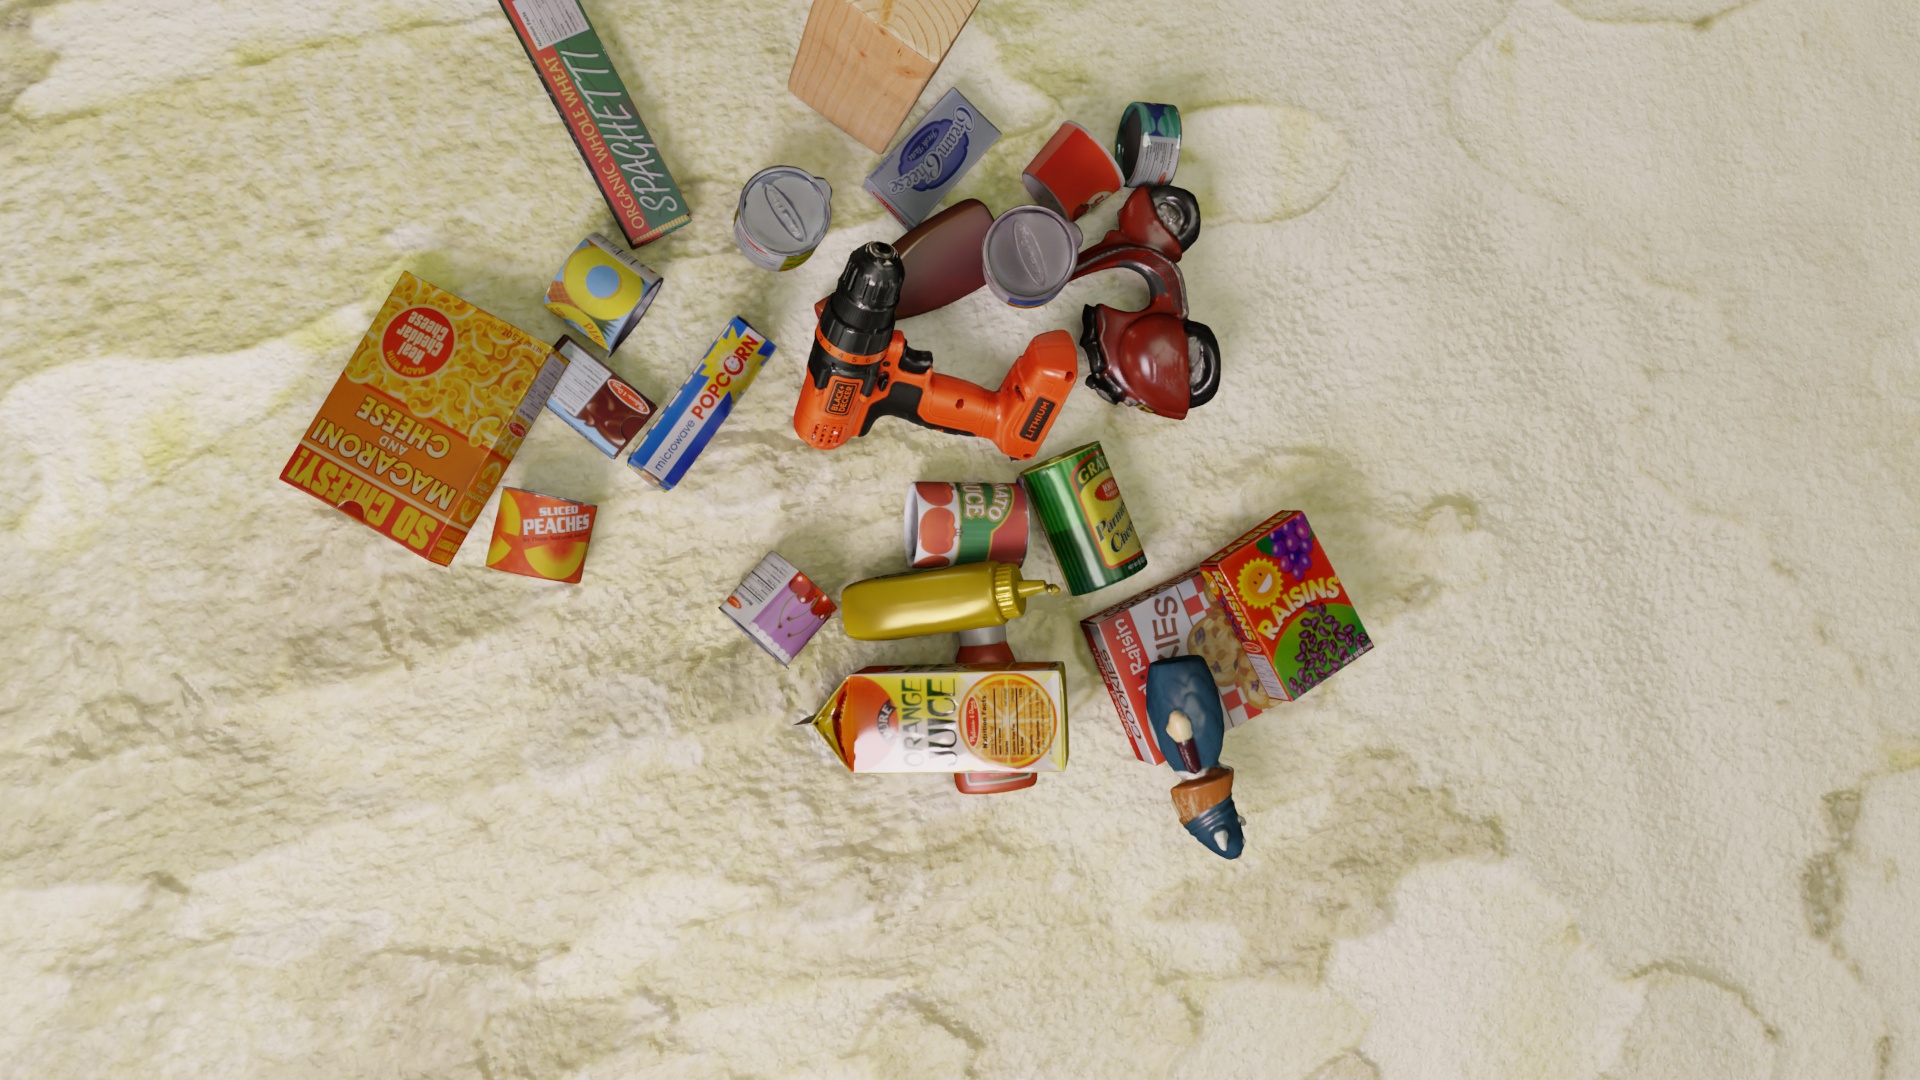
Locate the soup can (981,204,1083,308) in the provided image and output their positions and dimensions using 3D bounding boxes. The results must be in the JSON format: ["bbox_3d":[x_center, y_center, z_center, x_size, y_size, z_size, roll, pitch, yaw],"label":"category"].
[{"bbox_3d":[0.051,-0.203,0.997,0.071,0.084,0.071,0,95,1],"label":"soup can"}]

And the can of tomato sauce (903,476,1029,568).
[{"bbox_3d":[0.004,-0.013,1.042,0.083,0.071,0.071,0,89,-13],"label":"can of tomato sauce"}]

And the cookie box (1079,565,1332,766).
[{"bbox_3d":[0.195,0.087,1.100,0.168,0.040,0.123,-24,95,-14],"label":"cookie box"}]

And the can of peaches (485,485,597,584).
[{"bbox_3d":[-0.292,-0.003,0.970,0.071,0.071,0.058,13,87,-13],"label":"can of peaches"}]

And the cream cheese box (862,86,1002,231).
[{"bbox_3d":[-0.022,-0.292,1.065,0.053,0.024,0.104,43,80,-9],"label":"cream cheese box"}]

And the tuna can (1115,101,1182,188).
[{"bbox_3d":[0.146,-0.310,1.086,0.033,0.071,0.071,2,89,-13],"label":"tuna can"}]

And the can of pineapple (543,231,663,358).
[{"bbox_3d":[-0.254,-0.175,0.985,0.058,0.071,0.071,35,82,-10],"label":"can of pineapple"}]

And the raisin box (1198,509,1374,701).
[{"bbox_3d":[0.252,0.050,1.074,0.086,0.040,0.123,-31,97,-13],"label":"raisin box"}]

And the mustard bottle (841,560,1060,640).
[{"bbox_3d":[-0.004,0.042,1.011,0.160,0.065,0.049,-9,86,16],"label":"mustard bottle"}]

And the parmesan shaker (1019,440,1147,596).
[{"bbox_3d":[0.097,-0.018,1.067,0.071,0.071,0.103,-24,95,-13],"label":"parmesan shaker"}]

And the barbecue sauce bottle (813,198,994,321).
[{"bbox_3d":[-0.038,-0.198,1.047,0.149,0.044,0.064,-31,120,-11],"label":"barbecue sauce bottle"}]

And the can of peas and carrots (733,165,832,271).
[{"bbox_3d":[-0.130,-0.237,1.020,0.071,0.058,0.071,0,89,-14],"label":"can of peas and carrots"}]

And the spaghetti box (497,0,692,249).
[{"bbox_3d":[-0.274,-0.331,1.003,0.050,0.028,0.249,-29,95,-12],"label":"spaghetti box"}]

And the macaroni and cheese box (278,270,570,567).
[{"bbox_3d":[-0.367,-0.084,0.952,0.124,0.040,0.166,27,82,8],"label":"macaroni and cheese box"}]

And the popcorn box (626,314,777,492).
[{"bbox_3d":[-0.186,-0.095,0.990,0.038,0.085,0.127,36,81,-11],"label":"popcorn box"}]

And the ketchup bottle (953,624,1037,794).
[{"bbox_3d":[0.021,0.115,1.055,0.065,0.043,0.148,-5,89,-7],"label":"ketchup bottle"}]

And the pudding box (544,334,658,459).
[{"bbox_3d":[-0.266,-0.102,0.999,0.083,0.030,0.050,39,80,-10],"label":"pudding box"}]

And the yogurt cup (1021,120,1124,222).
[{"bbox_3d":[0.085,-0.281,1.071,0.054,0.072,0.072,-43,98,-2],"label":"yogurt cup"}]

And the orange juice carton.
[{"bbox_3d":[-0.020,0.127,1.000,0.193,0.072,0.073,-2,90,7],"label":"orange juice carton"}]

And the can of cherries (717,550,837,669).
[{"bbox_3d":[-0.131,0.051,1.011,0.071,0.071,0.058,43,79,-9],"label":"can of cherries"}]
